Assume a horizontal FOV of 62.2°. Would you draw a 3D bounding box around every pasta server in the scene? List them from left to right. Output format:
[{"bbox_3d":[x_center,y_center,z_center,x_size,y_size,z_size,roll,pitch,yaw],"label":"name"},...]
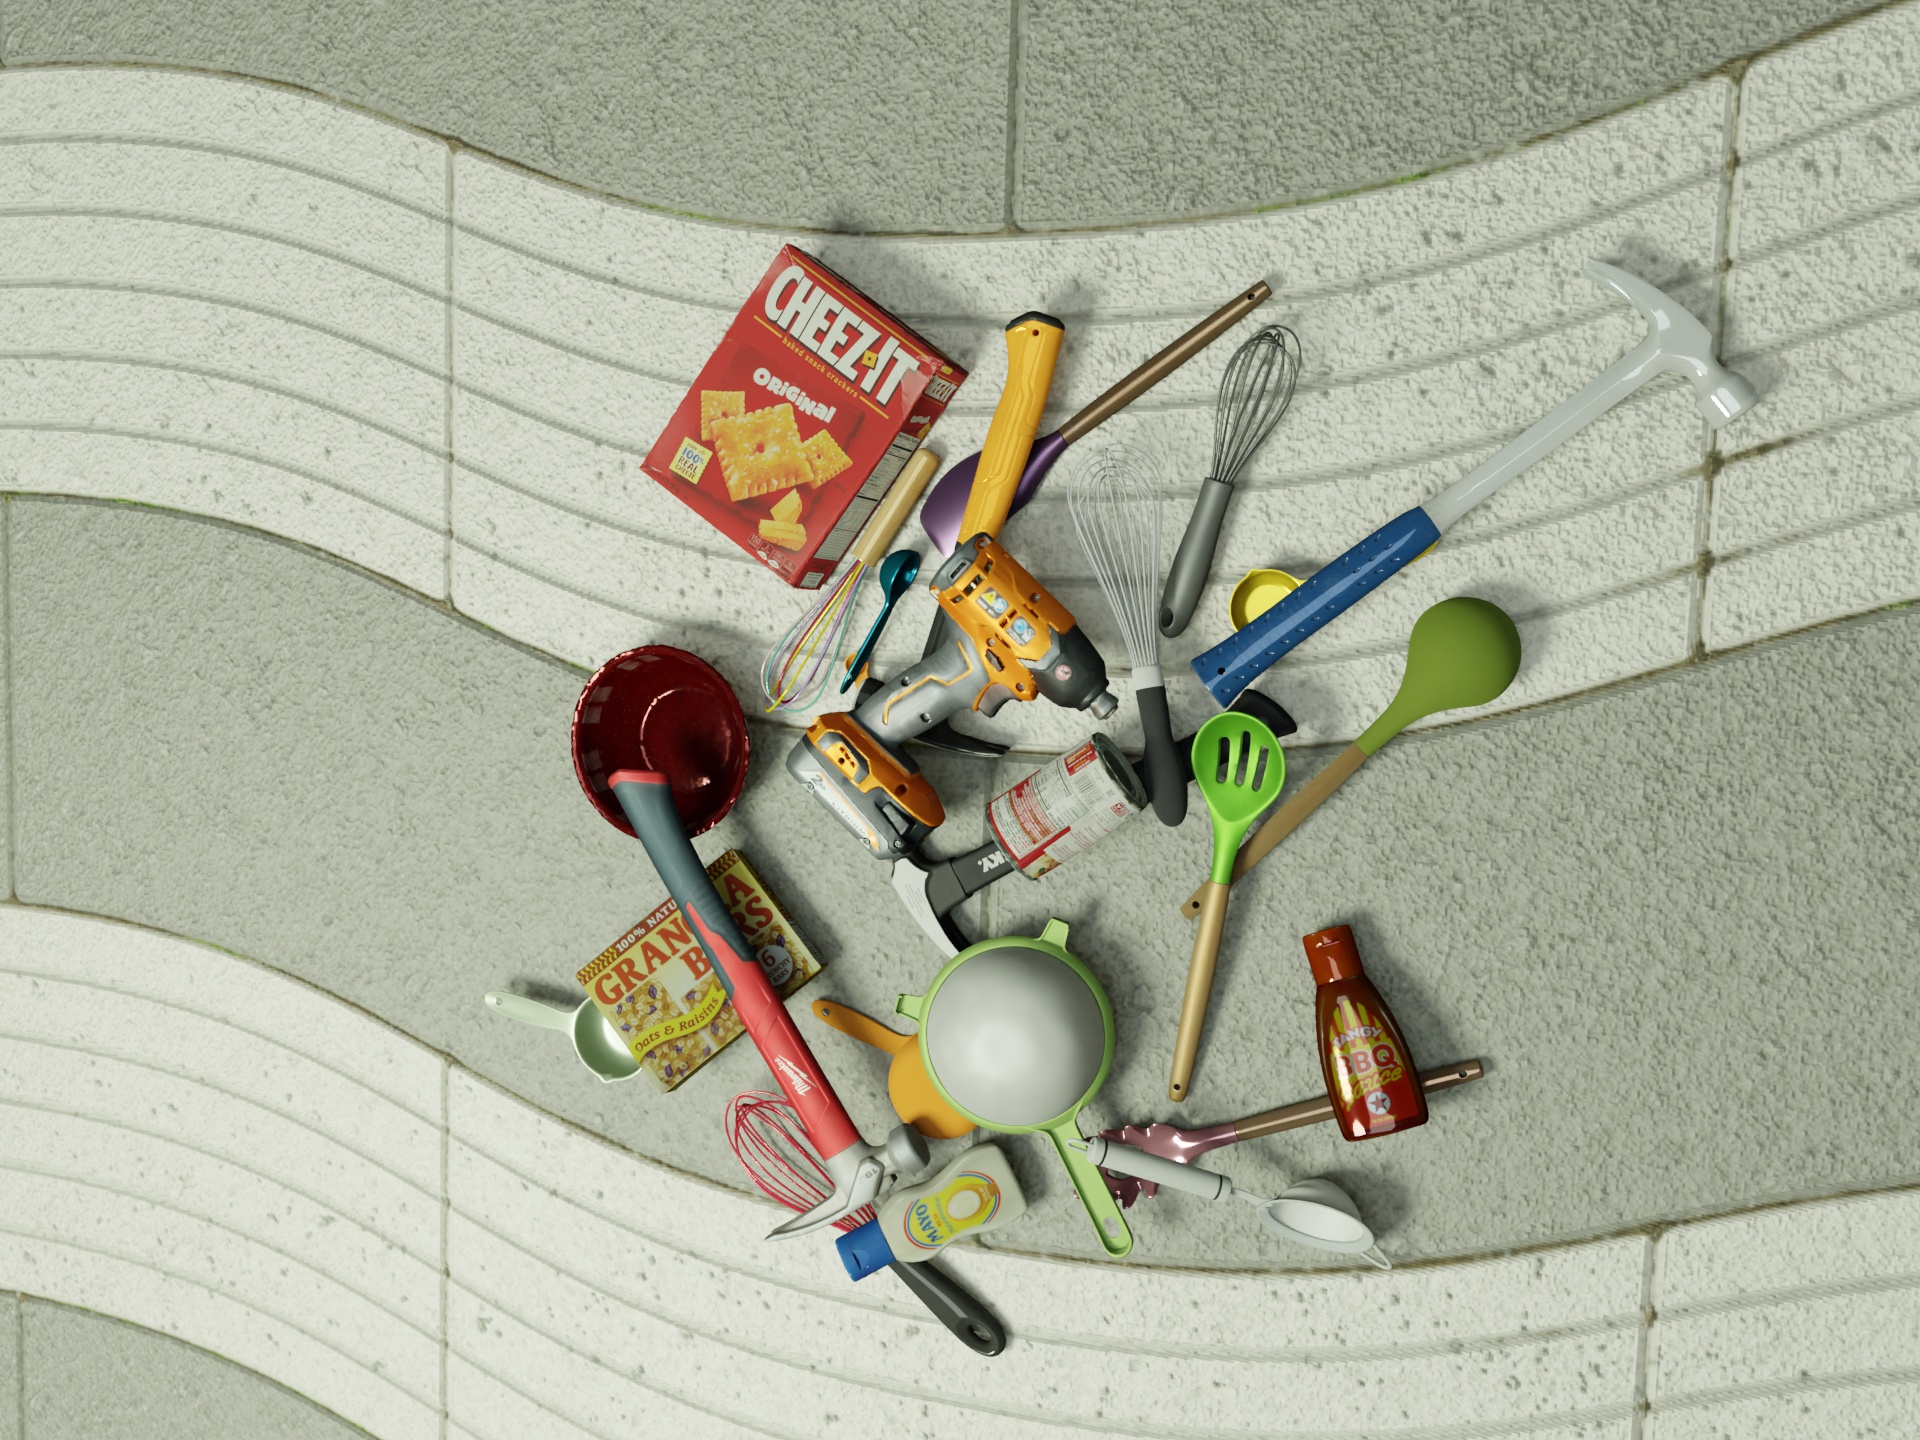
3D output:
[{"bbox_3d":[0.231,0.302,1.186,0.316,0.040,0.060,-20,83,17],"label":"pasta server"}]

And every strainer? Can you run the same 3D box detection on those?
[{"bbox_3d":[0.062,0.286,1.178,0.151,0.069,0.256,-27,85,7],"label":"strainer"},{"bbox_3d":[0.199,0.342,1.163,0.258,0.086,0.050,18,57,-7],"label":"strainer"}]

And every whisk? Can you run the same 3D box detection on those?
[{"bbox_3d":[-0.087,-0.107,1.255,0.051,0.047,0.245,35,100,11],"label":"whisk"},{"bbox_3d":[-0.077,0.407,1.284,0.296,0.073,0.073,42,105,4],"label":"whisk"},{"bbox_3d":[0.133,-0.063,1.161,0.070,0.070,0.284,-11,87,18],"label":"whisk"},{"bbox_3d":[0.192,-0.172,1.161,0.055,0.055,0.239,22,105,15],"label":"whisk"}]

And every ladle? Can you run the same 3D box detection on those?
[{"bbox_3d":[0.275,0.036,1.157,0.078,0.062,0.320,46,112,8],"label":"ladle"}]

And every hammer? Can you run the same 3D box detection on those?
[{"bbox_3d":[-0.181,0.212,1.246,0.143,0.038,0.386,-32,84,8],"label":"hammer"},{"bbox_3d":[0.022,-0.140,1.207,0.127,0.034,0.337,20,103,11],"label":"hammer"},{"bbox_3d":[0.101,0.073,1.212,0.335,0.035,0.146,-29,84,17],"label":"hammer"},{"bbox_3d":[0.331,-0.150,1.103,0.405,0.035,0.144,-37,82,11],"label":"hammer"}]

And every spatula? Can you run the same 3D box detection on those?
[{"bbox_3d":[0.098,-0.231,1.199,0.316,0.018,0.060,-34,85,18],"label":"spatula"}]

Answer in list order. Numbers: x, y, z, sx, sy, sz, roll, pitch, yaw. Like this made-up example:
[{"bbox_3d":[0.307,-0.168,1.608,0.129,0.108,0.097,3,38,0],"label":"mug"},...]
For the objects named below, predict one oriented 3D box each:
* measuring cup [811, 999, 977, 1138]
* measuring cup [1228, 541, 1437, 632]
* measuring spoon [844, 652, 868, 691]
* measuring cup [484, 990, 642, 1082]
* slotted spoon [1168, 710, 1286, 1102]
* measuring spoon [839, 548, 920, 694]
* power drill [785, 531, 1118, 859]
[{"bbox_3d":[-0.050,0.269,1.264,0.174,0.052,0.095,24,101,13],"label":"measuring cup"},{"bbox_3d":[0.270,-0.100,1.154,0.156,0.029,0.062,-23,87,9],"label":"measuring cup"},{"bbox_3d":[-0.066,0.001,1.274,0.021,0.011,0.117,-20,91,9],"label":"measuring spoon"},{"bbox_3d":[-0.328,0.254,1.361,0.167,0.038,0.083,12,97,18],"label":"measuring cup"},{"bbox_3d":[0.185,0.141,1.175,0.070,0.031,0.313,15,108,22],"label":"slotted spoon"},{"bbox_3d":[-0.071,-0.080,1.250,0.021,0.042,0.128,32,103,15],"label":"measuring spoon"},{"bbox_3d":[-0.002,-0.004,1.175,0.164,0.084,0.226,44,103,5],"label":"power drill"}]
